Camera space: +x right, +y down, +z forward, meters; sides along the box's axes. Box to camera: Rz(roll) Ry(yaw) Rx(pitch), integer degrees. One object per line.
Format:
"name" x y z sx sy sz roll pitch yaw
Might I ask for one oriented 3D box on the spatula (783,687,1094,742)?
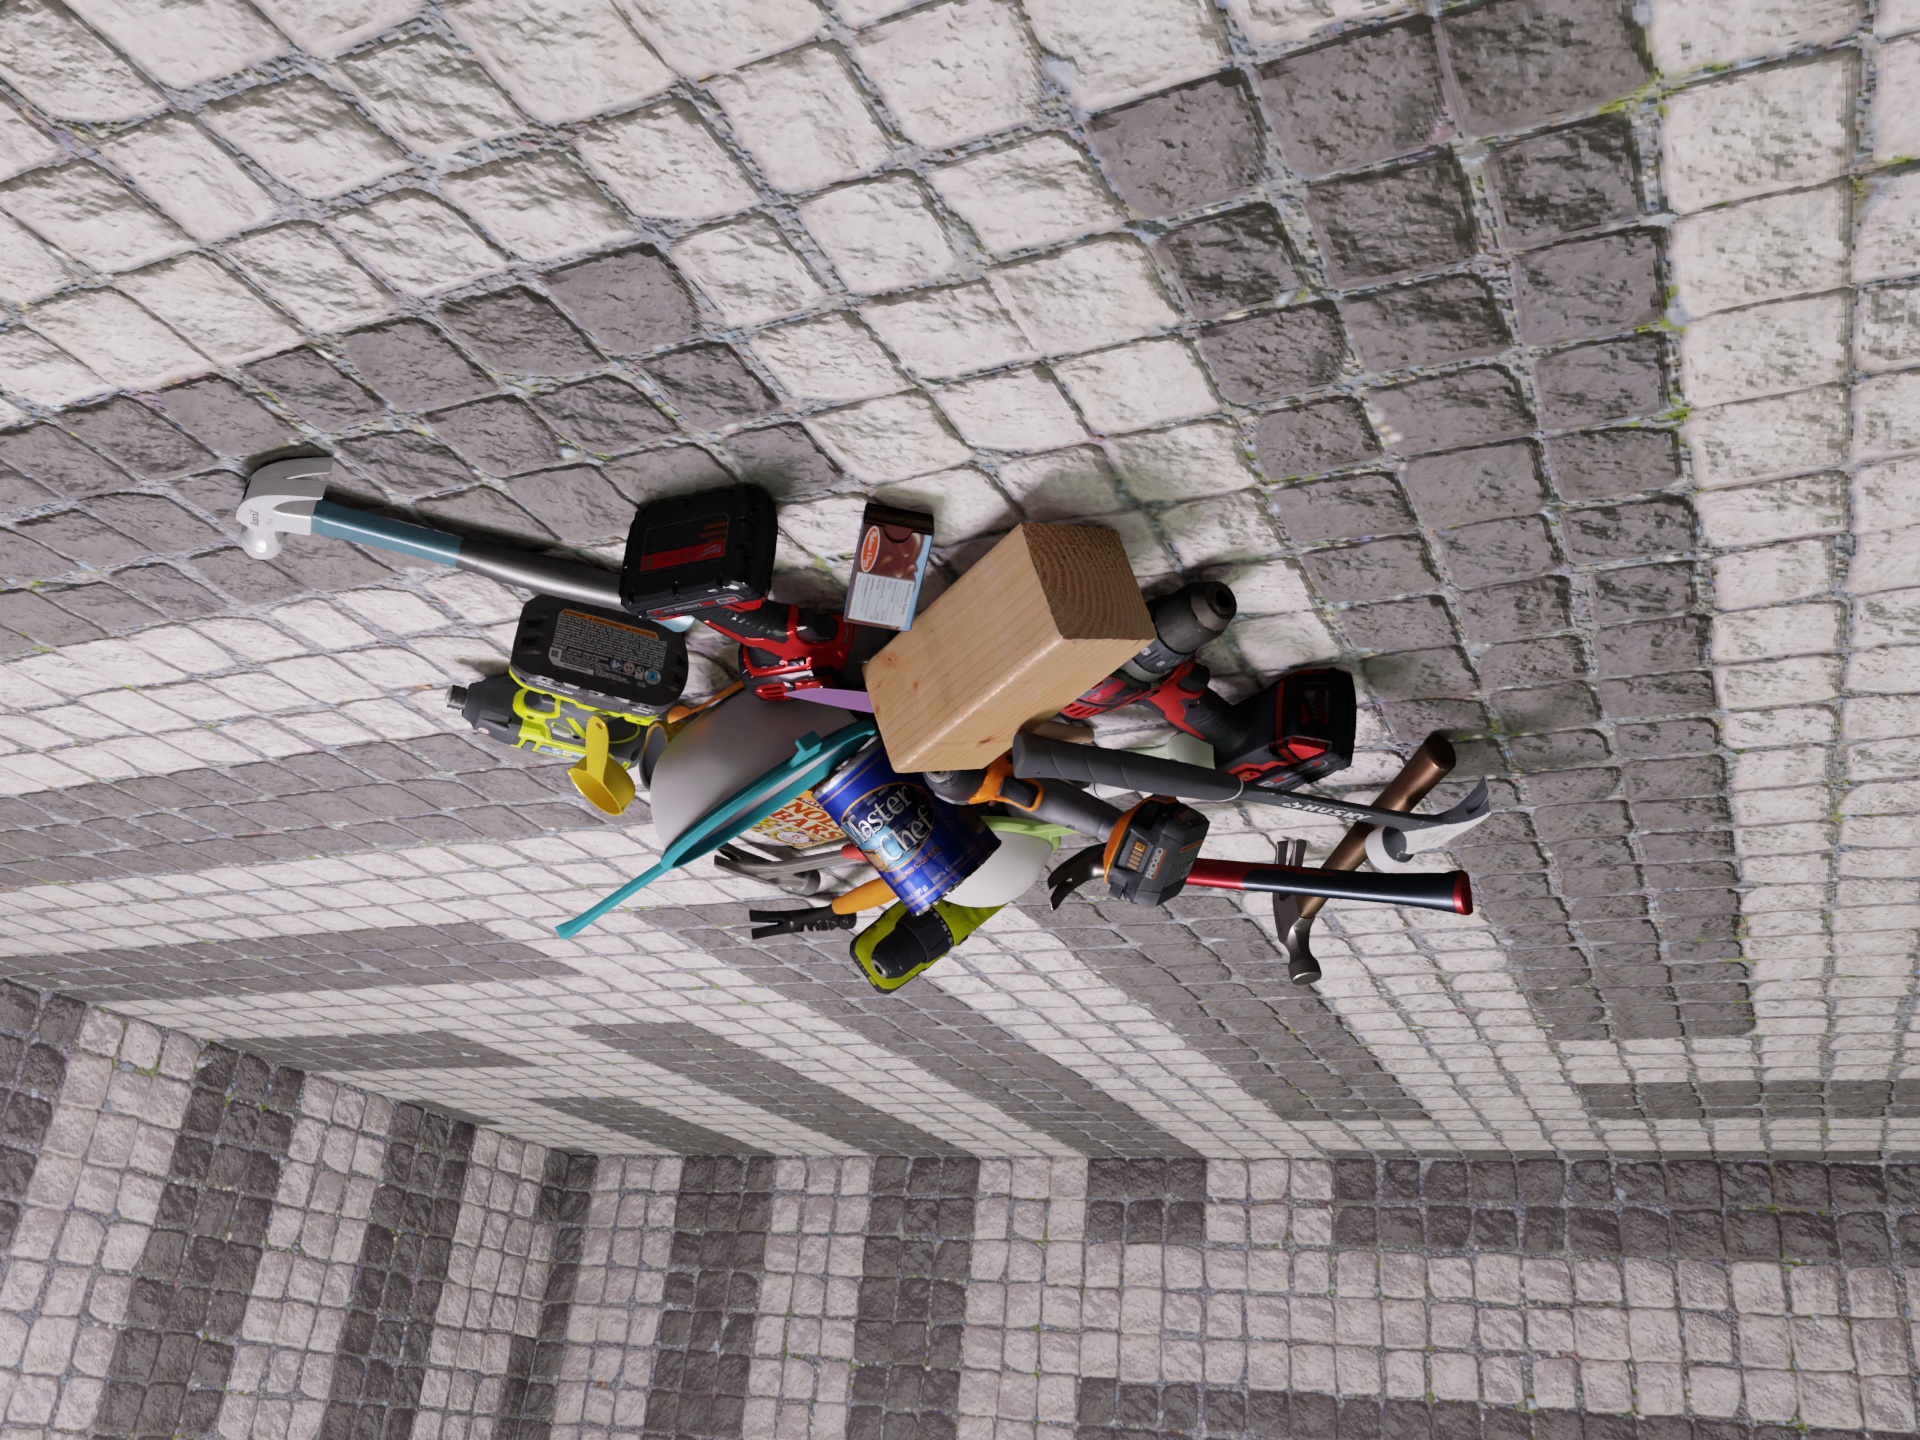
"spatula" -0.002 -0.004 1.277 0.315 0.018 0.060 9 168 -42

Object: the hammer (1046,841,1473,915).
"hammer" 0.263 0.146 1.425 0.386 0.038 0.143 1 -162 40

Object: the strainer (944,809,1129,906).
"strainer" 0.058 0.130 1.462 0.256 0.069 0.151 -13 157 41

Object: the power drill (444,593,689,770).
"power drill" -0.328 -0.025 1.322 0.171 0.080 0.223 15 157 -22

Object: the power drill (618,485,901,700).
"power drill" -0.135 -0.080 1.165 0.143 0.079 0.219 -7 155 25

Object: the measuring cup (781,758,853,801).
"measuring cup" -0.109 0.055 1.475 0.173 0.052 0.095 18 152 -21

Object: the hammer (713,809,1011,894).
"hammer" -0.080 0.128 1.633 0.359 0.037 0.149 -13 155 34

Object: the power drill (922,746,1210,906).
"power drill" 0.078 0.070 1.302 0.226 0.084 0.164 25 -172 18

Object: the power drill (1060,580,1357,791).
"power drill" 0.199 -0.028 1.209 0.226 0.080 0.188 22 150 -26

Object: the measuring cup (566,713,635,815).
"measuring cup" -0.293 0.028 1.316 0.062 0.029 0.156 36 149 8

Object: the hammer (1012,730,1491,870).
"hammer" 0.221 0.054 1.215 0.408 0.036 0.149 10 154 -24

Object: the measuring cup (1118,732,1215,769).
"measuring cup" 0.176 0.044 1.405 0.167 0.038 0.083 -5 153 24

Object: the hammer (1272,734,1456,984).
"hammer" 0.362 0.114 1.456 0.031 0.130 0.331 1 146 -16

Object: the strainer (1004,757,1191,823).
"strainer" 0.121 0.061 1.419 0.086 0.050 0.258 28 155 -25

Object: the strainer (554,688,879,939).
"strainer" -0.233 0.064 1.346 0.340 0.095 0.211 -34 177 15

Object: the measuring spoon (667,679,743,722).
"measuring spoon" -0.198 -0.023 1.292 0.021 0.011 0.117 -21 -172 37

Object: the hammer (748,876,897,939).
"hammer" -0.122 0.195 1.714 0.127 0.034 0.337 -2 167 -25

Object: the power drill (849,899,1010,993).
"power drill" -0.038 0.220 1.682 0.080 0.190 0.228 53 154 3

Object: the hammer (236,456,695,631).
"hammer" -0.356 -0.120 1.172 0.331 0.033 0.128 14 155 -18
